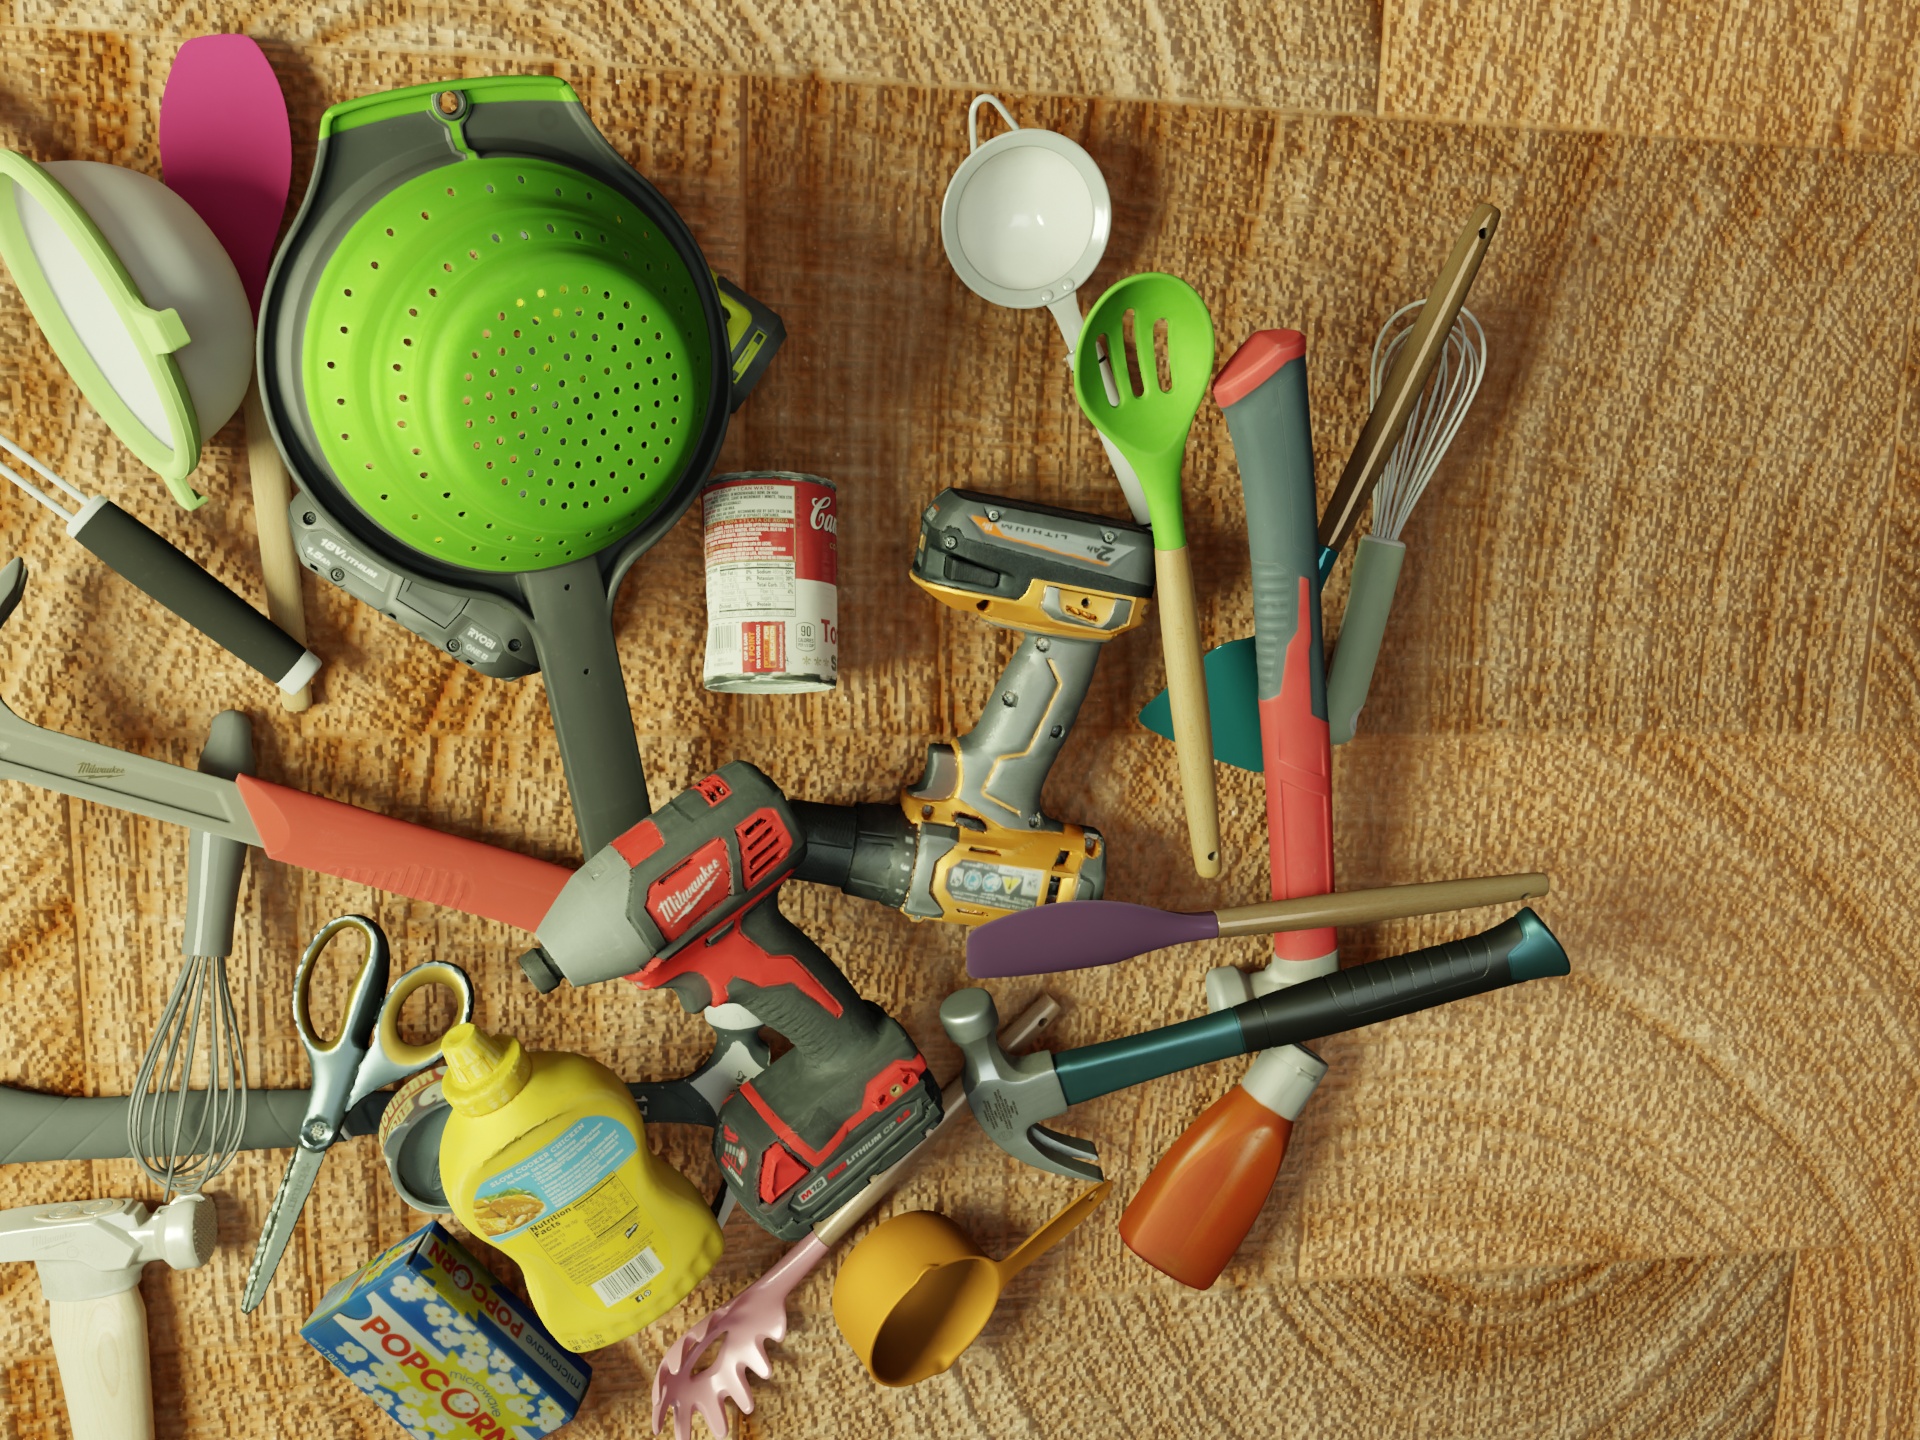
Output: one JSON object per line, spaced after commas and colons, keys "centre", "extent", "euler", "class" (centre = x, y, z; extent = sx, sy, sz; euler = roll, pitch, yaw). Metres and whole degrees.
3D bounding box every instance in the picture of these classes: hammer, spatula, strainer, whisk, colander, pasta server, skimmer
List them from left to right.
{"centre": [-0.455, -0.136, 0.738], "extent": [0.363, 0.090, 0.127], "euler": [41, 82, -21], "class": "skimmer"}
{"centre": [-0.395, -0.230, 0.717], "extent": [0.069, 0.151, 0.256], "euler": [-35, 84, -30], "class": "strainer"}
{"centre": [-0.450, 0.451, 0.845], "extent": [0.146, 0.038, 0.410], "euler": [-4, 101, -7], "class": "hammer"}
{"centre": [-0.370, 0.113, 0.777], "extent": [0.055, 0.055, 0.239], "euler": [5, 84, -10], "class": "whisk"}
{"centre": [-0.304, 0.048, 0.777], "extent": [0.358, 0.037, 0.149], "euler": [19, 73, -21], "class": "hammer"}
{"centre": [-0.304, 0.209, 0.830], "extent": [0.409, 0.036, 0.149], "euler": [0, 101, -9], "class": "hammer"}
{"centre": [-0.166, -0.067, 0.695], "extent": [0.204, 0.095, 0.396], "euler": [-20, 119, -26], "class": "colander"}
{"centre": [-0.055, 0.272, 0.881], "extent": [0.316, 0.040, 0.060], "euler": [-45, 122, -1], "class": "pasta server"}
{"centre": [0.060, -0.195, 0.821], "extent": [0.087, 0.050, 0.258], "euler": [-25, 109, 2], "class": "strainer"}
{"centre": [0.159, 0.103, 0.837], "extent": [0.316, 0.018, 0.059], "euler": [-5, 135, -7], "class": "spatula"}
{"centre": [0.163, 0.162, 0.857], "extent": [0.331, 0.033, 0.128], "euler": [-16, 114, 2], "class": "hammer"}
{"centre": [0.188, -0.009, 0.824], "extent": [0.143, 0.038, 0.386], "euler": [-10, 115, -3], "class": "hammer"}
{"centre": [0.198, -0.117, 0.833], "extent": [0.082, 0.044, 0.317], "euler": [22, 102, -11], "class": "spatula"}
{"centre": [0.231, -0.105, 0.865], "extent": [0.059, 0.058, 0.246], "euler": [17, 101, 23], "class": "whisk"}

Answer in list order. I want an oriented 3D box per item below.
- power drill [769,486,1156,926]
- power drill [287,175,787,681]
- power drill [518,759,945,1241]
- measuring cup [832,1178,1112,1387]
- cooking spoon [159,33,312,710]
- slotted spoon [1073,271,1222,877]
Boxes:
{"centre": [-0.001, -0.003, 0.825], "extent": [0.185, 0.084, 0.226], "euler": [9, 102, -9], "class": "power drill"}
{"centre": [-0.213, -0.147, 0.765], "extent": [0.171, 0.080, 0.223], "euler": [33, 89, -14], "class": "power drill"}
{"centre": [-0.110, 0.141, 0.780], "extent": [0.143, 0.079, 0.219], "euler": [-36, 119, -18], "class": "power drill"}
{"centre": [0.006, 0.294, 0.890], "extent": [0.173, 0.052, 0.095], "euler": [-29, 132, -26], "class": "measuring cup"}
{"centre": [-0.339, -0.162, 0.768], "extent": [0.069, 0.017, 0.319], "euler": [0, 101, 11], "class": "cooking spoon"}
{"centre": [0.103, -0.061, 0.775], "extent": [0.070, 0.031, 0.313], "euler": [-16, 114, -11], "class": "slotted spoon"}
